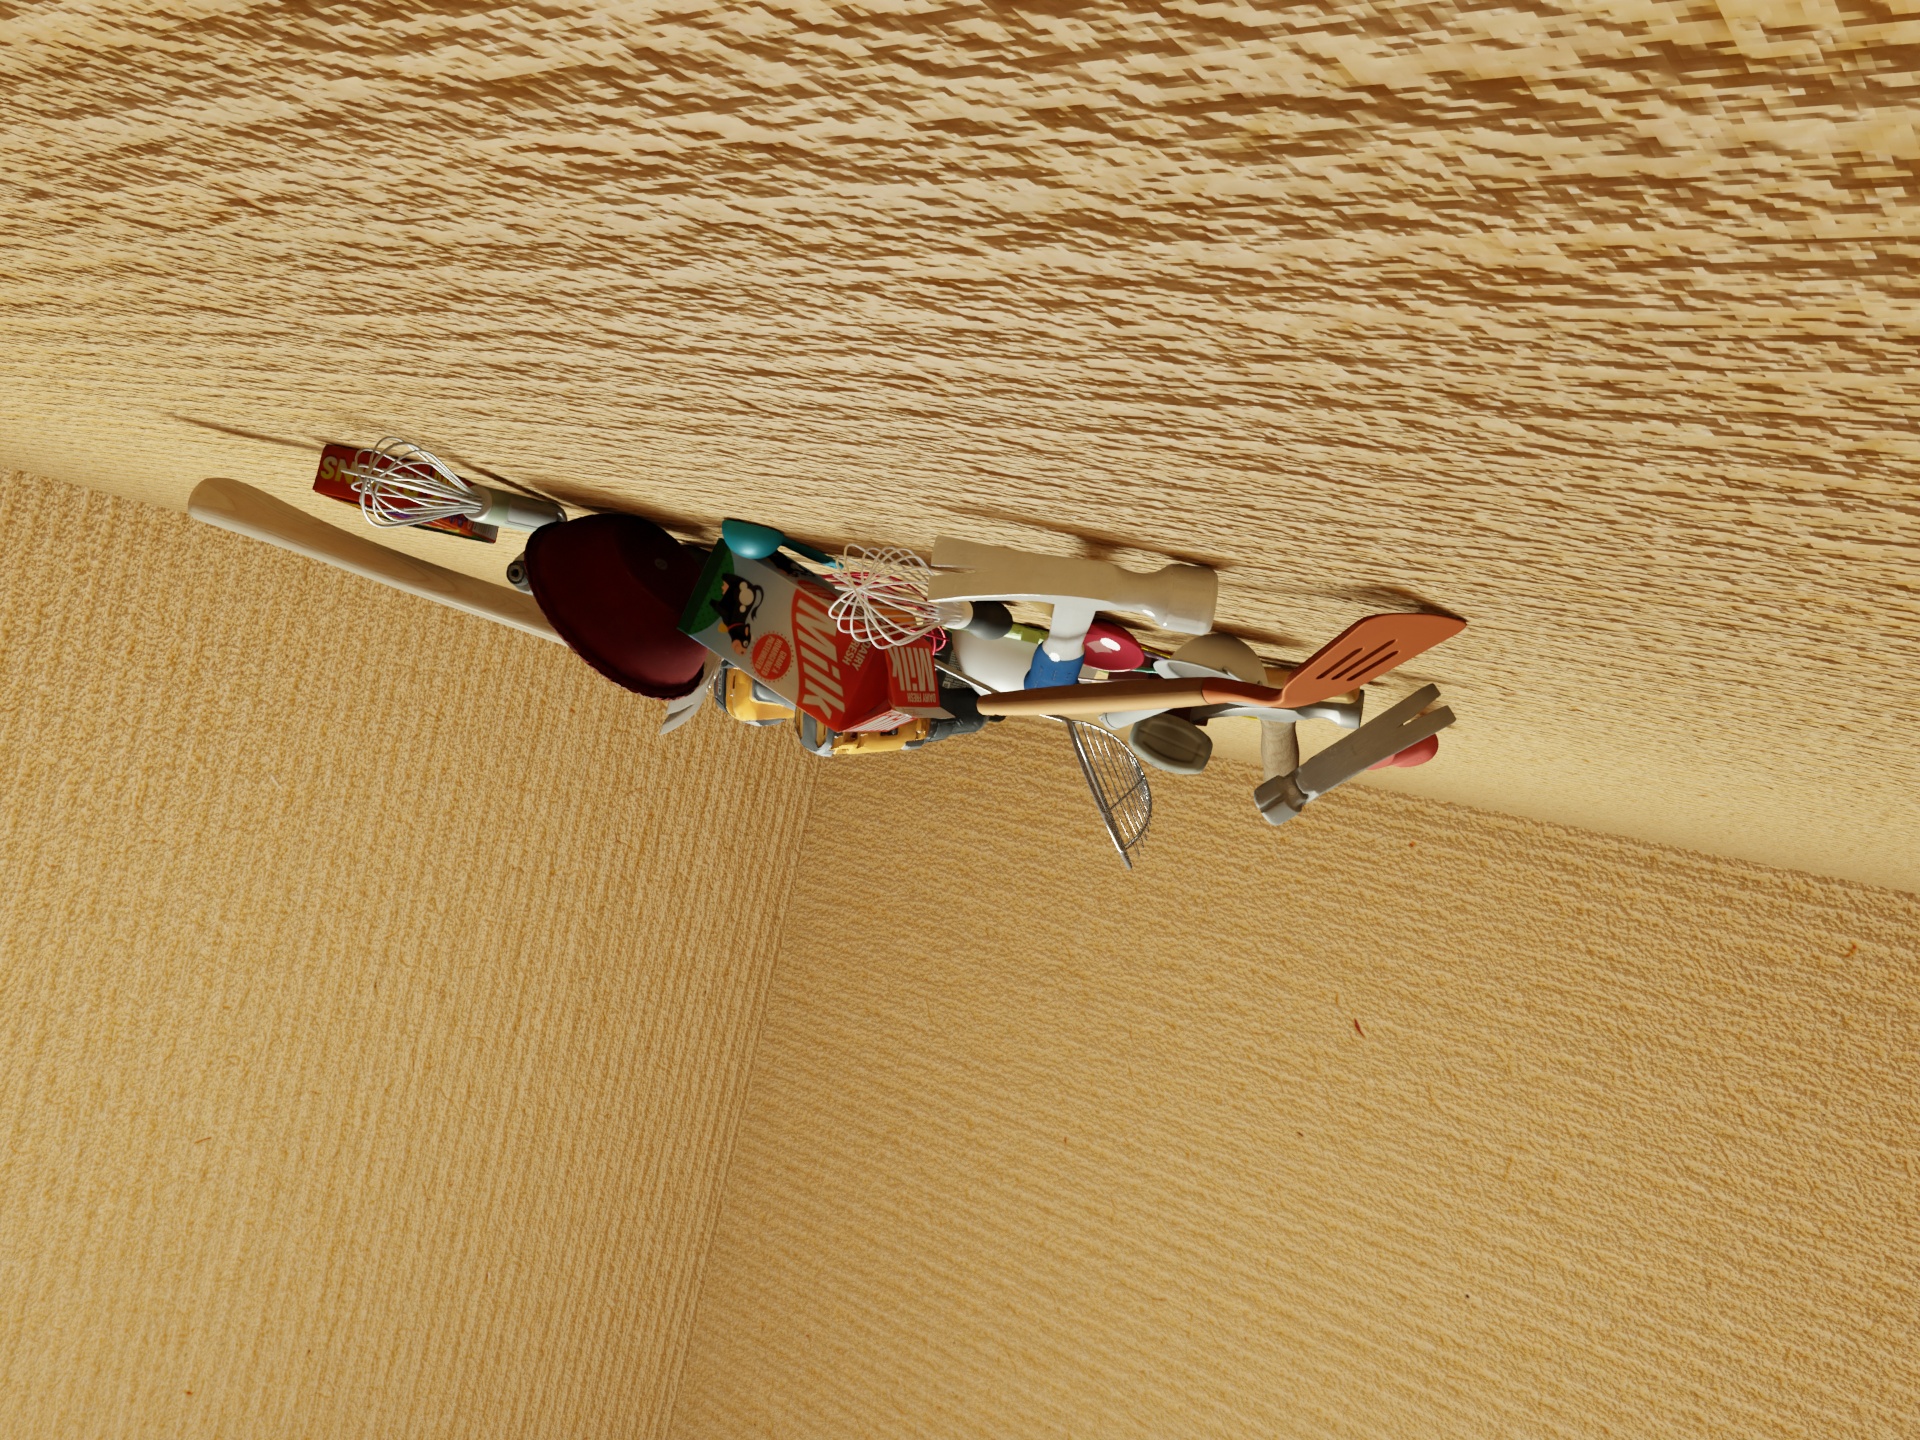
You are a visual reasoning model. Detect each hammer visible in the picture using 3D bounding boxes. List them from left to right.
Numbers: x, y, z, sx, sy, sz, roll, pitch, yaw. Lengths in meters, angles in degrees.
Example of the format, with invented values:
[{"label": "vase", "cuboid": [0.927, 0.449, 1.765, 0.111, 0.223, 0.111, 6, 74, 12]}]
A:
[{"label": "hammer", "cuboid": [-0.384, -0.096, 1.206, 0.410, 0.038, 0.146, 19, -153, -4]}, {"label": "hammer", "cuboid": [0.058, -0.049, 0.978, 0.144, 0.035, 0.405, 8, 174, 2]}, {"label": "hammer", "cuboid": [0.266, 0.019, 1.337, 0.130, 0.031, 0.331, 7, 168, 13]}, {"label": "hammer", "cuboid": [0.342, 0.019, 1.254, 0.149, 0.037, 0.359, -34, 168, 22]}]

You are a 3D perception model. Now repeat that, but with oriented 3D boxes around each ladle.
[{"label": "ladle", "cuboid": [0.066, -0.071, 1.041, 0.069, 0.031, 0.315, 8, 176, 18]}]

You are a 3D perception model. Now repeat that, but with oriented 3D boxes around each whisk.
[{"label": "whisk", "cuboid": [-0.333, -0.149, 1.081, 0.059, 0.058, 0.246, 14, -176, 14]}, {"label": "whisk", "cuboid": [-0.131, -0.098, 1.217, 0.296, 0.073, 0.073, 19, -178, 31]}, {"label": "whisk", "cuboid": [-0.015, -0.075, 1.075, 0.070, 0.070, 0.284, 12, -177, 20]}, {"label": "whisk", "cuboid": [0.174, -0.038, 1.189, 0.245, 0.047, 0.051, 7, 169, 26]}]

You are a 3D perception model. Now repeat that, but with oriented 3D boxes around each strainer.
[{"label": "strainer", "cuboid": [0.092, -0.033, 1.430, 0.256, 0.069, 0.151, 16, 177, -40]}, {"label": "strainer", "cuboid": [0.152, -0.022, 1.126, 0.086, 0.050, 0.258, 22, 164, -14]}]

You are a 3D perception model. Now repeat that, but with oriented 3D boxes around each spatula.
[{"label": "spatula", "cuboid": [0.120, -0.025, 0.877, 0.081, 0.041, 0.323, 1, 177, -41]}]

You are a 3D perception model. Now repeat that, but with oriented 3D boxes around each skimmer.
[{"label": "skimmer", "cuboid": [-0.002, -0.004, 1.284, 0.363, 0.090, 0.127, 28, -178, 7]}]

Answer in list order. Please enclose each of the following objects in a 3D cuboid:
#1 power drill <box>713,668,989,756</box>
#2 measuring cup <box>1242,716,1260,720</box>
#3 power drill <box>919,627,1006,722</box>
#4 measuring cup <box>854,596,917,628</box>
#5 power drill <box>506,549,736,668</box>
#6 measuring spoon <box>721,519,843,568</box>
[{"label": "power drill", "cuboid": [-0.100, -0.024, 1.439, 0.185, 0.084, 0.226, -4, -164, -36]}, {"label": "measuring cup", "cuboid": [0.253, -0.029, 1.275, 0.062, 0.029, 0.156, 11, 167, -1]}, {"label": "power drill", "cuboid": [-0.071, -0.064, 1.589, 0.190, 0.080, 0.229, 12, -178, -45]}, {"label": "measuring cup", "cuboid": [-0.105, -0.090, 1.416, 0.095, 0.052, 0.174, 11, -173, -37]}, {"label": "power drill", "cuboid": [-0.274, -0.109, 1.366, 0.220, 0.078, 0.143, 16, -171, 20]}, {"label": "measuring spoon", "cuboid": [-0.119, -0.112, 1.091, 0.042, 0.021, 0.128, 12, 178, 30]}]
